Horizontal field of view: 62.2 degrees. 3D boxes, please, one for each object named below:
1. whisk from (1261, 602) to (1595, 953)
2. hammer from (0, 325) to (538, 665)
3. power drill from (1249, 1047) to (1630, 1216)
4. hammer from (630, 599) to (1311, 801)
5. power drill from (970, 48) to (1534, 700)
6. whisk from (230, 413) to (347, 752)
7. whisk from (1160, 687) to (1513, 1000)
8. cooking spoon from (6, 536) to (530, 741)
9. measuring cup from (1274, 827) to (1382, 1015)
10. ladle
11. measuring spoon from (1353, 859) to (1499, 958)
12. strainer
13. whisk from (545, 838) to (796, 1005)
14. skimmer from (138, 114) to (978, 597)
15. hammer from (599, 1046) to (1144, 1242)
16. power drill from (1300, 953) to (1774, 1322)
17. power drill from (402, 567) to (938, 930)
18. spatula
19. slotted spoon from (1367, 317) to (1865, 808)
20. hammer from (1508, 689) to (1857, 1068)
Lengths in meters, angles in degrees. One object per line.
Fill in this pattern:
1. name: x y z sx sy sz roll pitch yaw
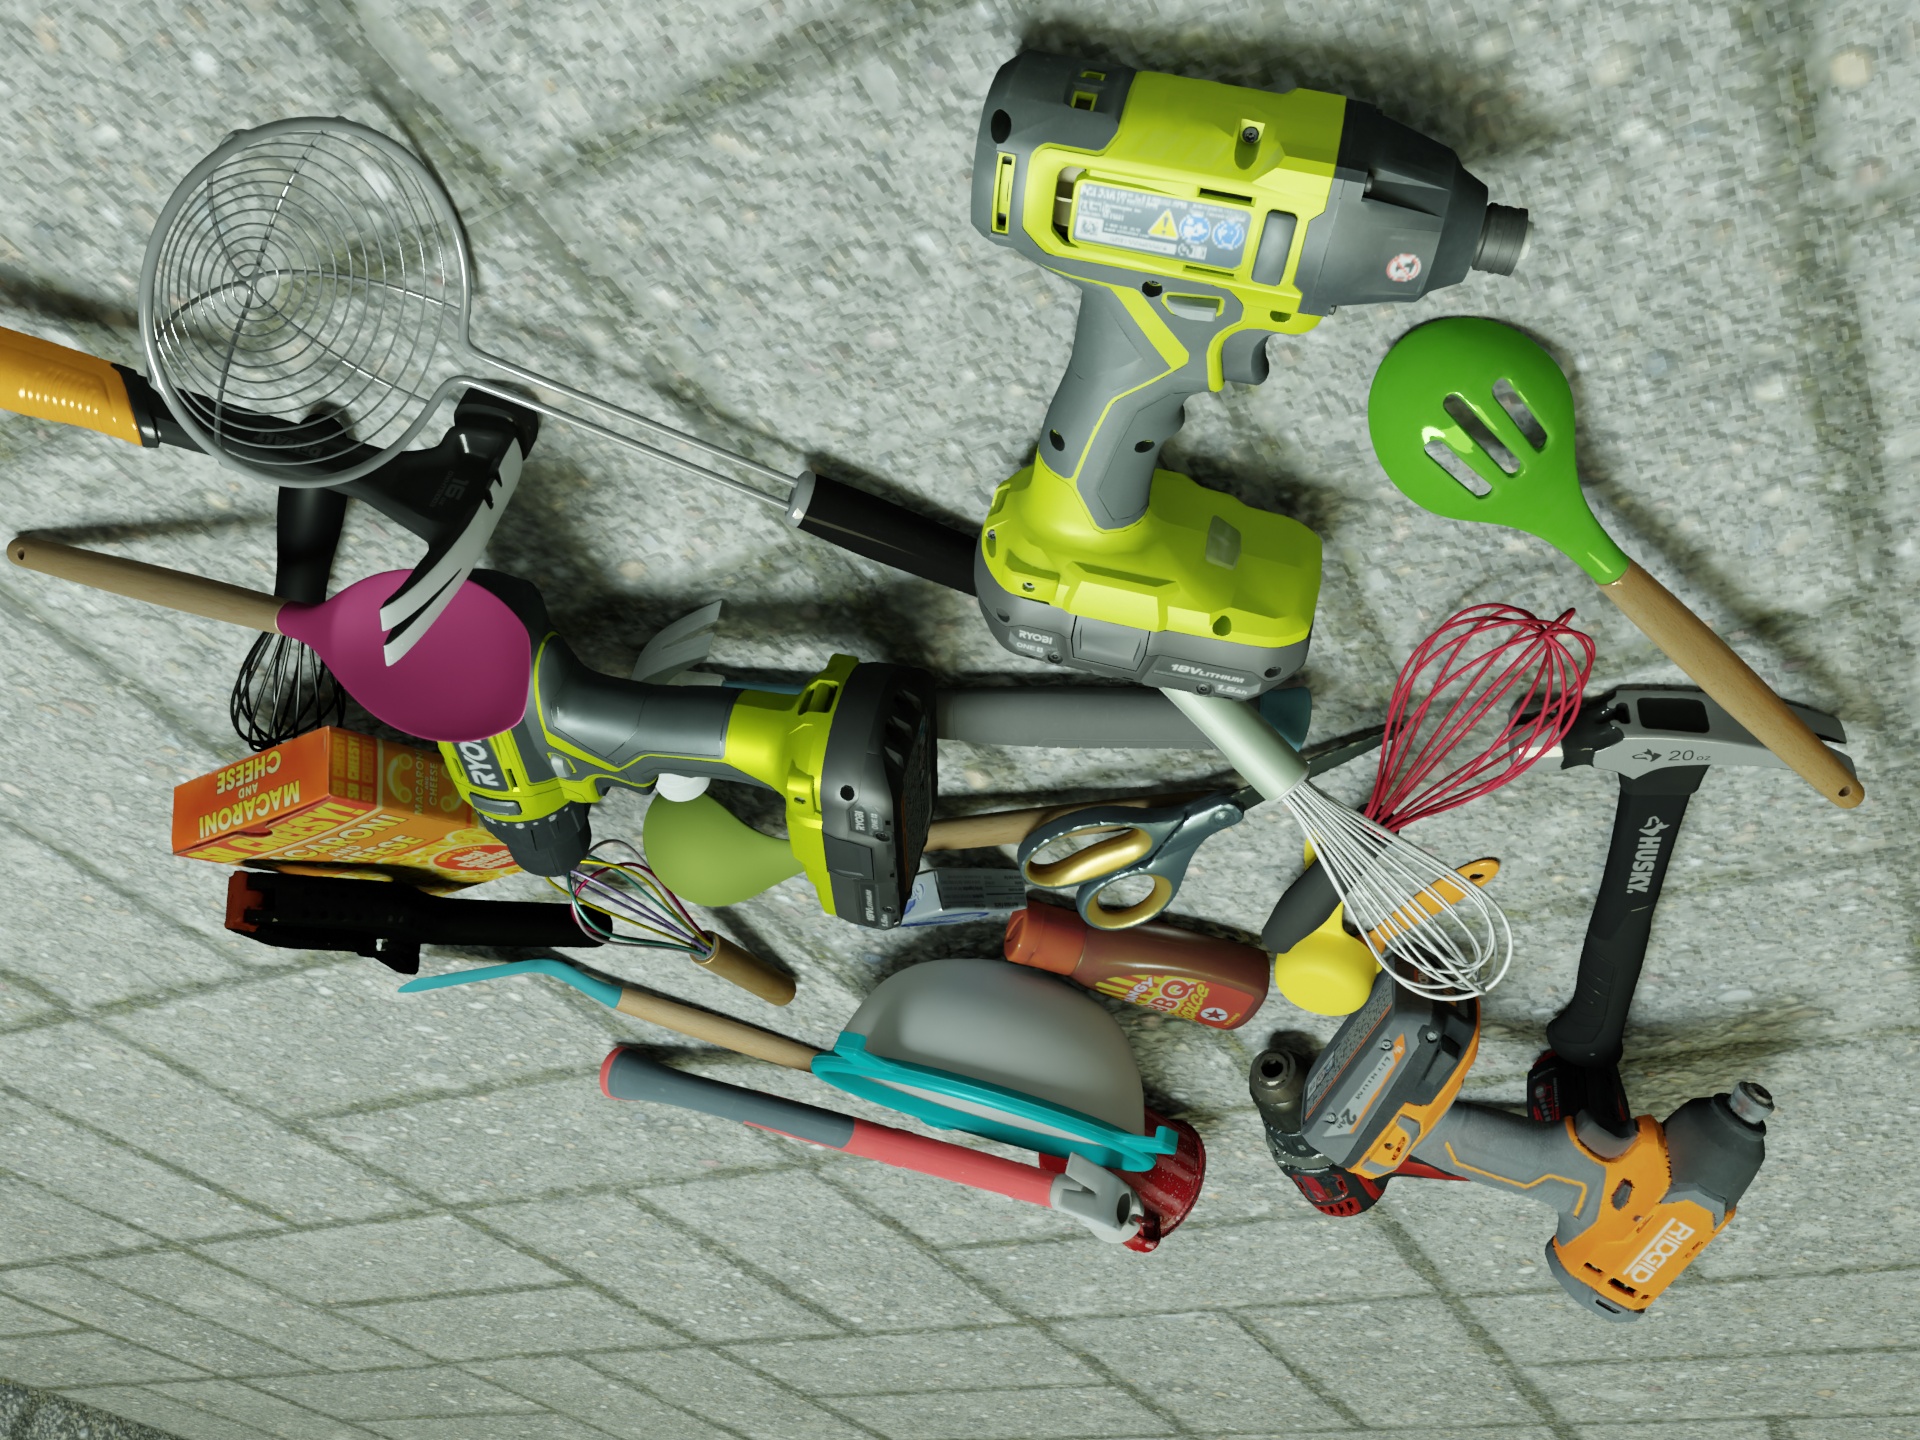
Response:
1. whisk: 0.206 0.039 0.754 0.073 0.073 0.295 13 144 -7
2. hammer: -0.346 -0.122 0.613 0.337 0.127 0.034 17 143 -2
3. power drill: 0.305 0.260 1.024 0.227 0.080 0.187 -9 140 25
4. hammer: -0.001 -0.002 0.766 0.331 0.033 0.128 2 143 7
5. power drill: 0.087 -0.112 0.563 0.171 0.080 0.223 13 141 6
6. whisk: -0.308 -0.053 0.742 0.055 0.055 0.238 18 137 -14
7. whisk: 0.151 0.034 0.708 0.246 0.058 0.059 45 115 -2
8. cooking spoon: -0.307 -0.049 0.687 0.319 0.017 0.068 13 102 25
9. measuring cup: 0.200 0.114 0.880 0.062 0.029 0.156 9 142 22
10. ladle: -0.014 0.052 0.842 0.320 0.062 0.078 -7 132 7
11. measuring spoon: 0.257 0.107 0.880 0.021 0.011 0.117 21 141 -17
12. strainer: 0.015 0.213 1.014 0.211 0.095 0.340 17 163 -3
13. whisk: -0.158 0.126 0.926 0.047 0.051 0.244 -36 146 5
14. skimmer: -0.110 -0.103 0.603 0.363 0.127 0.090 20 -176 -22
15. hammer: -0.079 0.268 1.042 0.386 0.038 0.143 8 159 23
16. power drill: 0.328 0.226 0.897 0.226 0.084 0.164 28 117 2
17. power drill: -0.130 0.026 0.733 0.228 0.080 0.190 10 143 8
18. spatula: -0.208 0.204 1.061 0.317 0.044 0.082 23 155 -22
19. slotted spoon: 0.276 -0.047 0.633 0.313 0.031 0.070 35 113 -25
20. hammer: 0.354 0.098 0.834 0.146 0.035 0.334 -2 142 13
